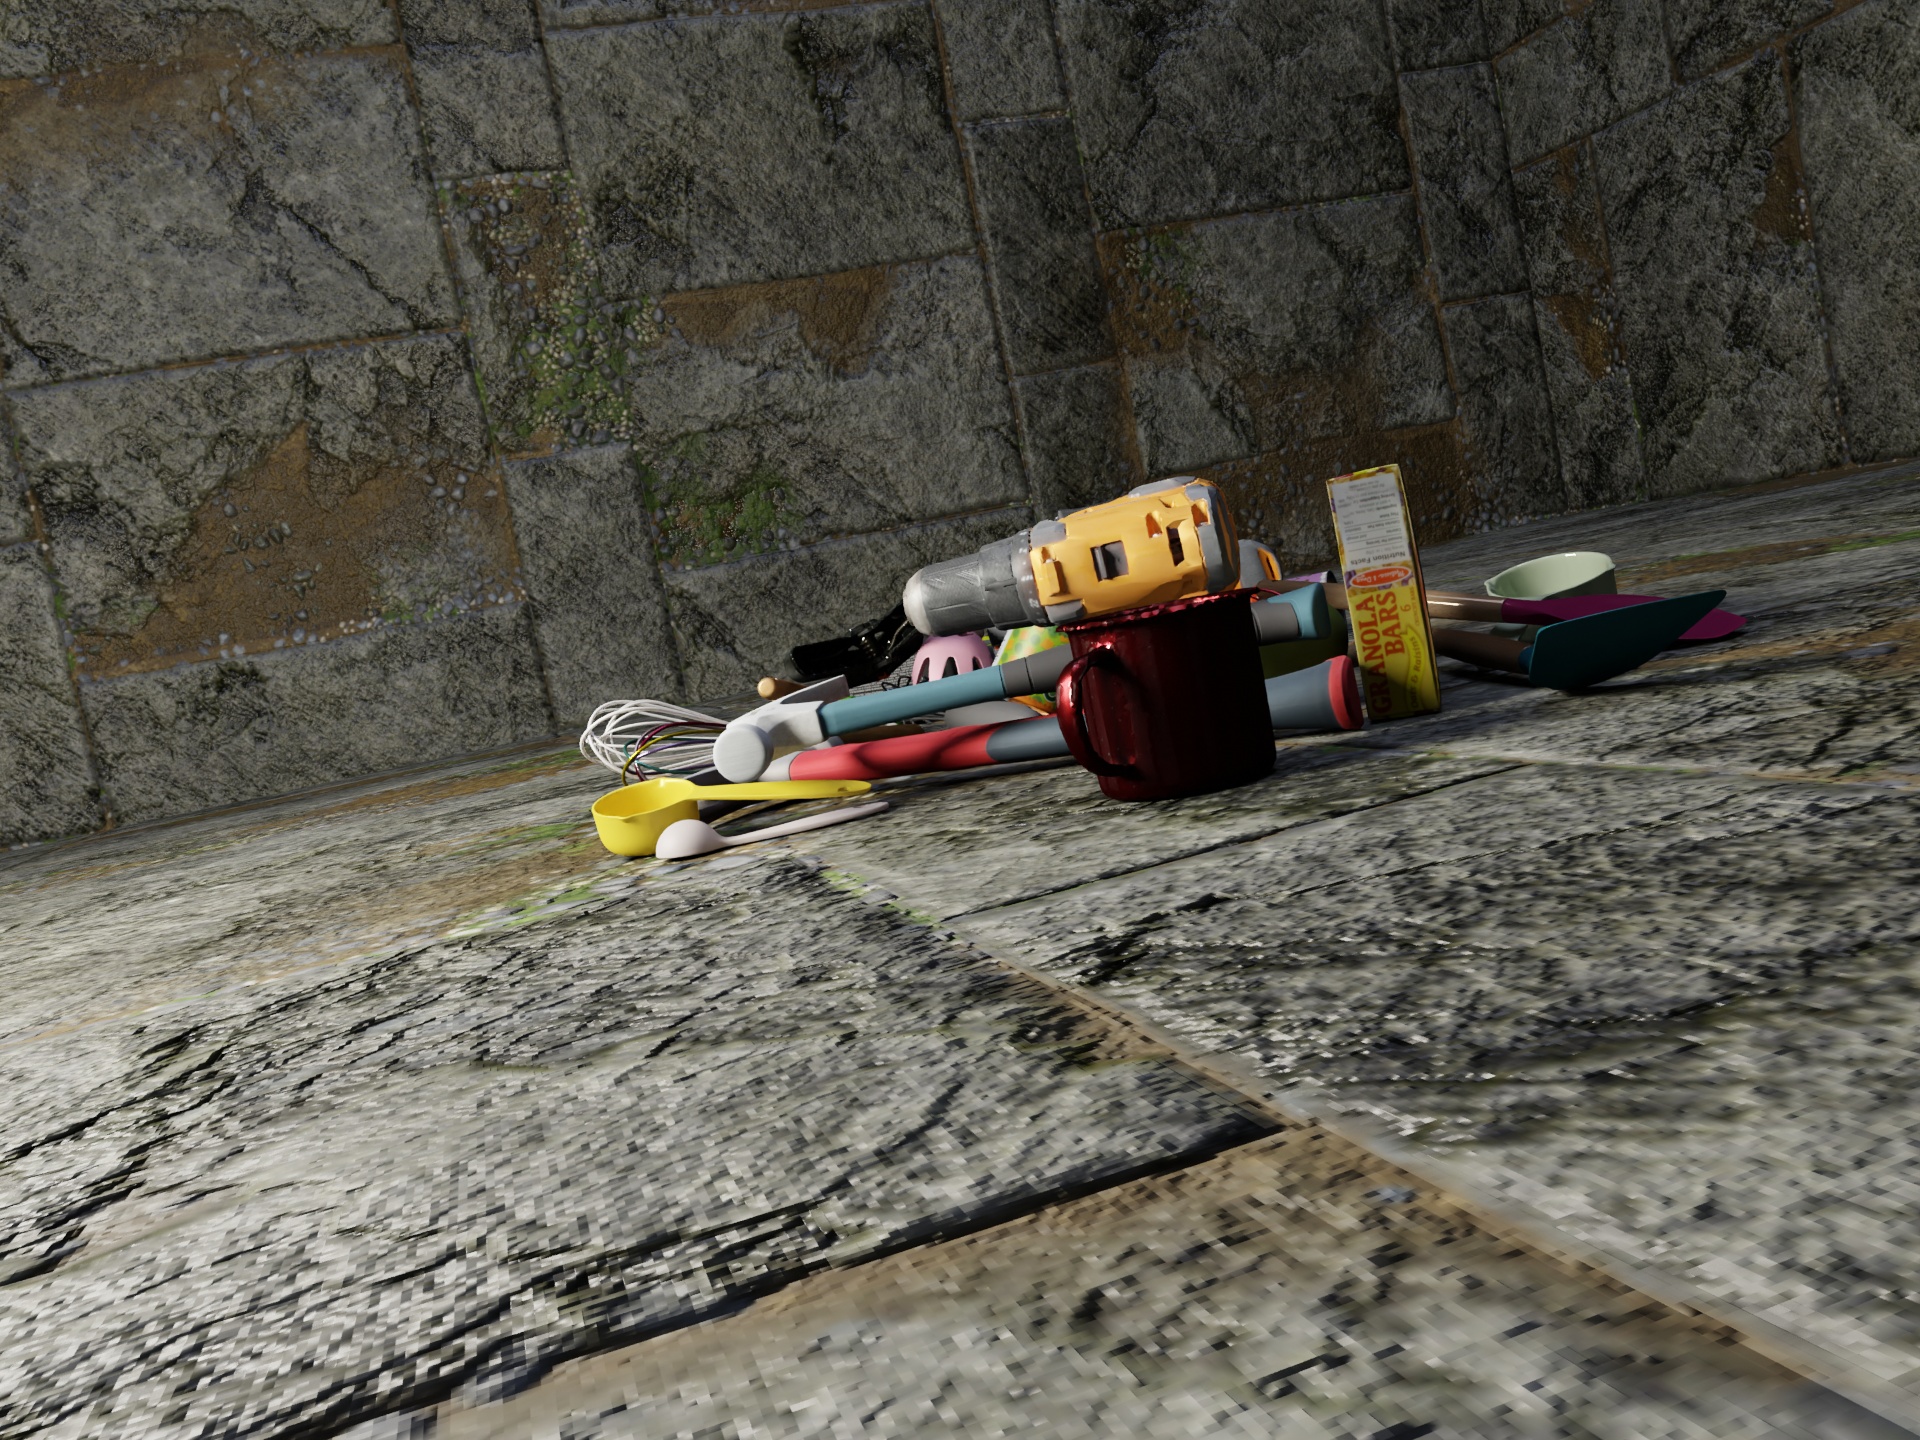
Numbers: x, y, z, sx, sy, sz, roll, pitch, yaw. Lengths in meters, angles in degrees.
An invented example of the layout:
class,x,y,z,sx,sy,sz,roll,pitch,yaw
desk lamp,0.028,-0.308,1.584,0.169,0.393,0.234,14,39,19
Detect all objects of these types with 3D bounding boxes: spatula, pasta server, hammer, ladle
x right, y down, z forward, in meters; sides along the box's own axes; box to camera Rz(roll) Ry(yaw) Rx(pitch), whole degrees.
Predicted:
class,x,y,z,sx,sy,sz,roll,pitch,yaw
spatula,0.292,-0.045,0.839,0.082,0.044,0.317,-12,6,1
pasta server,0.004,-0.056,1.242,0.060,0.040,0.316,0,5,4
hammer,0.025,0.014,0.867,0.386,0.038,0.143,-9,7,32
ladle,0.243,-0.052,1.022,0.078,0.062,0.320,-37,-11,27
hammer,0.037,-0.024,0.859,0.331,0.033,0.128,-12,8,4

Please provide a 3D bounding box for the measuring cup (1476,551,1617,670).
class,x,y,z,sx,sy,sz,roll,pitch,yaw
measuring cup,0.352,-0.056,0.978,0.083,0.038,0.167,-5,25,40

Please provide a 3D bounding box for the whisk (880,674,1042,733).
class,x,y,z,sx,sy,sz,roll,pitch,yaw
whisk,-0.002,-0.005,1.119,0.055,0.055,0.239,-14,9,-24

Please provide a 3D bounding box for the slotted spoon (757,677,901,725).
class,x,y,z,sx,sy,sz,roll,pitch,yaw
slotted spoon,-0.100,-0.012,1.177,0.070,0.031,0.313,3,-3,9

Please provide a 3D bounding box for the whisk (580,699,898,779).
class,x,y,z,sx,sy,sz,roll,pitch,yaw
whisk,-0.140,0.012,1.074,0.246,0.058,0.059,0,-40,-37

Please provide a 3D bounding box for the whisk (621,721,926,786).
class,x,y,z,sx,sy,sz,roll,pitch,yaw
whisk,-0.118,0.021,1.044,0.245,0.047,0.051,-4,17,-45

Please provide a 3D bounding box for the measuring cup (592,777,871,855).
class,x,y,z,sx,sy,sz,roll,pitch,yaw
measuring cup,-0.123,0.051,0.866,0.156,0.029,0.062,-4,18,10

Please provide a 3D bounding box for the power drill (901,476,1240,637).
class,x,y,z,sx,sy,sz,roll,pitch,yaw
power drill,0.077,-0.092,0.952,0.185,0.084,0.226,-12,4,15

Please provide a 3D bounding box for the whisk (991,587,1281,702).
class,x,y,z,sx,sy,sz,roll,pitch,yaw
whisk,0.109,-0.033,1.116,0.296,0.073,0.073,-15,1,40

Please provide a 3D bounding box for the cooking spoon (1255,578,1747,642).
class,x,y,z,sx,sy,sz,roll,pitch,yaw
cooking spoon,0.308,-0.068,0.962,0.068,0.017,0.319,-22,22,-37

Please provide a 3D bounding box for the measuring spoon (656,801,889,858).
class,x,y,z,sx,sy,sz,roll,pitch,yaw
measuring spoon,-0.099,0.052,0.834,0.124,0.018,0.034,-12,4,-9

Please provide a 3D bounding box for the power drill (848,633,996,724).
class,x,y,z,sx,sy,sz,roll,pitch,yaw
power drill,-0.020,-0.044,1.485,0.171,0.080,0.223,-8,2,31

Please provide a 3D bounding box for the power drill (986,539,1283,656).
class,x,y,z,sx,sy,sz,roll,pitch,yaw
power drill,0.143,-0.087,1.360,0.226,0.084,0.164,-20,2,-15
